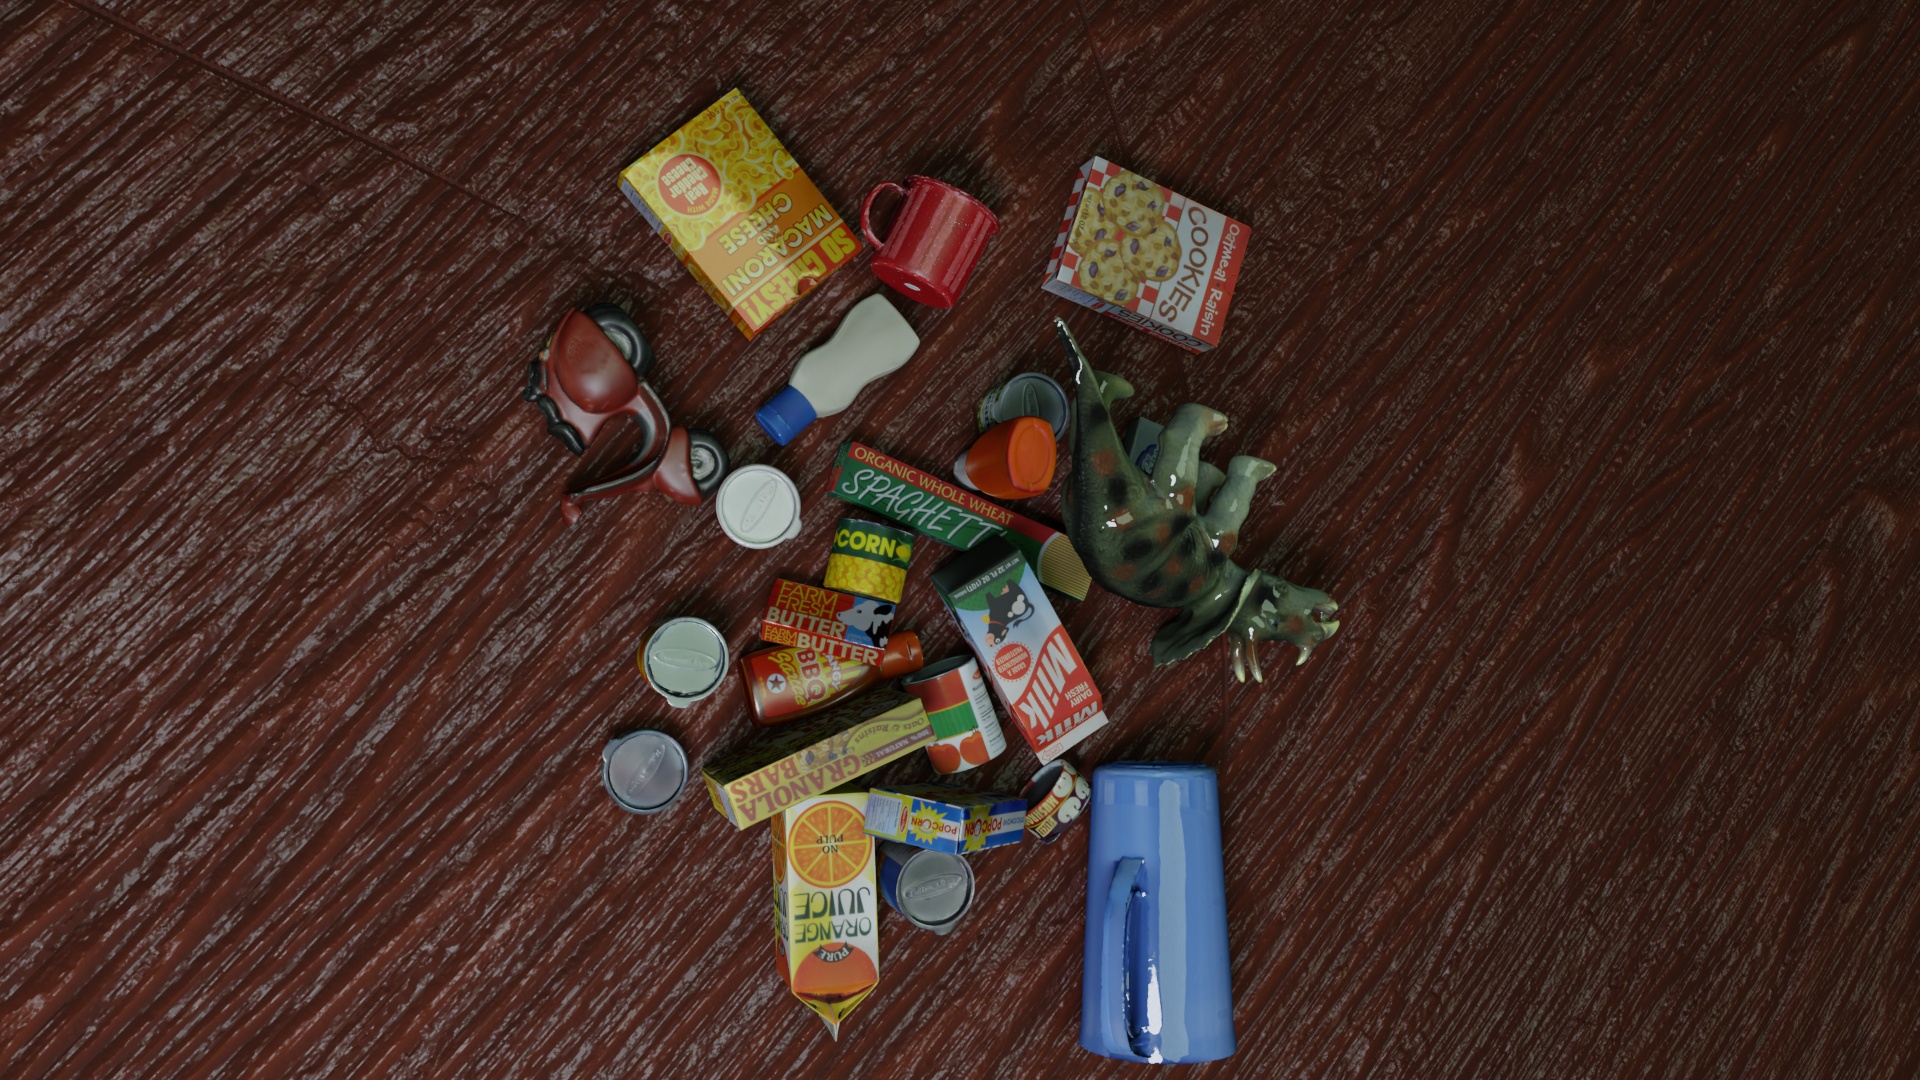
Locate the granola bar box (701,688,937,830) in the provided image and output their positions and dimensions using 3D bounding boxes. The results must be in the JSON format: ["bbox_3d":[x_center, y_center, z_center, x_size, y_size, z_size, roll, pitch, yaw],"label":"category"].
[{"bbox_3d":[-0.115,0.168,1.101,0.166,0.124,0.039,-23,95,-18],"label":"granola bar box"}]

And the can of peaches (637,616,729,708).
[{"bbox_3d":[-0.222,0.096,1.105,0.071,0.058,0.071,1,87,-19],"label":"can of peaches"}]

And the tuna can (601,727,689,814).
[{"bbox_3d":[-0.253,0.181,1.102,0.071,0.033,0.071,1,86,-19],"label":"tuna can"}]

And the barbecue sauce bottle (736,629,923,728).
[{"bbox_3d":[-0.106,0.108,1.150,0.149,0.043,0.065,-13,80,-19],"label":"barbecue sauce bottle"}]

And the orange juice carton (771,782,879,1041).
[{"bbox_3d":[-0.110,0.297,1.123,0.073,0.071,0.192,-1,87,-18],"label":"orange juice carton"}]

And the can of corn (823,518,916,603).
[{"bbox_3d":[-0.076,0.017,1.152,0.071,0.071,0.058,15,83,-17],"label":"can of corn"}]

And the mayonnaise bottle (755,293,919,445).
[{"bbox_3d":[-0.106,-0.140,1.167,0.148,0.041,0.064,-43,99,-15],"label":"mayonnaise bottle"}]

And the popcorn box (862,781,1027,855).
[{"bbox_3d":[-0.010,0.222,1.121,0.085,0.127,0.038,7,87,27],"label":"popcorn box"}]

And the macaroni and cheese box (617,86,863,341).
[{"bbox_3d":[-0.181,-0.268,1.150,0.124,0.040,0.166,-42,100,-15],"label":"macaroni and cheese box"}]

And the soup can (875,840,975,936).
[{"bbox_3d":[-0.032,0.281,1.143,0.071,0.083,0.071,1,87,-18],"label":"soup can"}]

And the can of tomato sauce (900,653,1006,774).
[{"bbox_3d":[-0.007,0.146,1.170,0.071,0.071,0.083,-22,95,-18],"label":"can of tomato sauce"}]

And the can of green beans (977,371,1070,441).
[{"bbox_3d":[0.054,-0.110,1.209,0.071,0.057,0.071,1,87,-19],"label":"can of green beans"}]

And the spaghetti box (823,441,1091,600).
[{"bbox_3d":[0.004,-0.015,1.202,0.250,0.028,0.050,23,80,-16],"label":"spaghetti box"}]

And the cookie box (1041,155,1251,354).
[{"bbox_3d":[0.172,-0.258,1.267,0.167,0.040,0.123,20,81,-16],"label":"cookie box"}]

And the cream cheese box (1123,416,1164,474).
[{"bbox_3d":[0.168,-0.055,1.262,0.053,0.024,0.104,19,81,-16],"label":"cream cheese box"}]

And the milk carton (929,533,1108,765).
[{"bbox_3d":[0.055,0.097,1.176,0.072,0.073,0.190,-32,107,-6],"label":"milk carton"}]

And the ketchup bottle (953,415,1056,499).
[{"bbox_3d":[0.033,-0.064,1.151,0.043,0.148,0.064,5,86,-18],"label":"ketchup bottle"}]

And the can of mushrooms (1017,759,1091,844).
[{"bbox_3d":[0.078,0.224,1.191,0.033,0.071,0.071,44,75,-10],"label":"can of mushrooms"}]

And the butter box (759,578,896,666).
[{"bbox_3d":[-0.108,0.067,1.136,0.103,0.024,0.053,13,42,-2],"label":"butter box"}]

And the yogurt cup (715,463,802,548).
[{"bbox_3d":[-0.168,-0.026,1.132,0.072,0.054,0.072,1,86,-18],"label":"yogurt cup"}]
